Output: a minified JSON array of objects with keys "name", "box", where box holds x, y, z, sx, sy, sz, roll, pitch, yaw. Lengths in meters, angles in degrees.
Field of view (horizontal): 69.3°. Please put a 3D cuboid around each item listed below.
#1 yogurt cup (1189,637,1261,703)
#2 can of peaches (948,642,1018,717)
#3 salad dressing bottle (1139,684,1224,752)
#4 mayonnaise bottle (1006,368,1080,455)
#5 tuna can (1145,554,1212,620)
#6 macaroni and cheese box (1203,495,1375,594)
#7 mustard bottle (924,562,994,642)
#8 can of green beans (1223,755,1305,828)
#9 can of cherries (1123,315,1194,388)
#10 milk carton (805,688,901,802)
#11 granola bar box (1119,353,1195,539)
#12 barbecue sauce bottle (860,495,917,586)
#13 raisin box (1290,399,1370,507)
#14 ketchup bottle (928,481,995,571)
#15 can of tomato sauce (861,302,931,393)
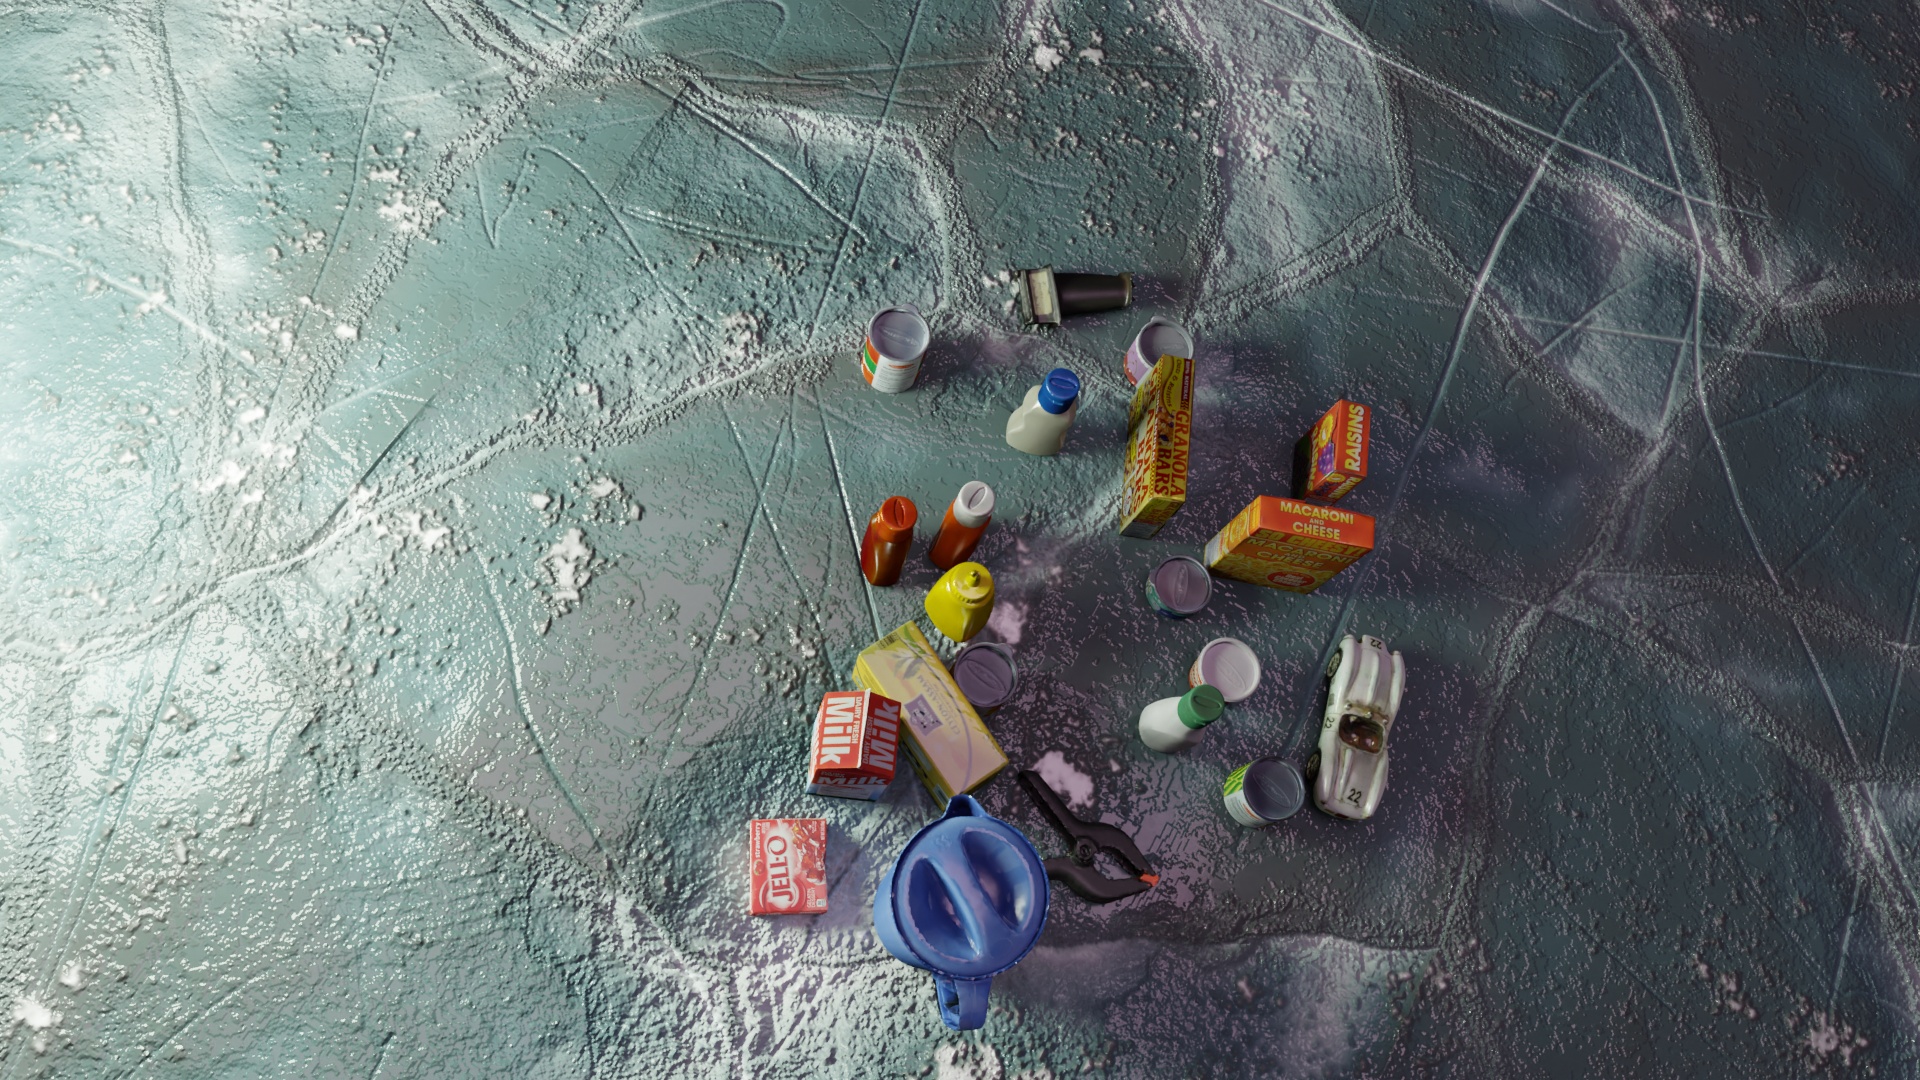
[{"name":"yogurt cup","box":[0.273,0.140,1.454,0.072,0.053,0.072,3,71,-9]},{"name":"can of peaches","box":[0.023,0.140,1.405,0.071,0.058,0.071,3,71,-9]},{"name":"salad dressing bottle","box":[0.222,0.177,1.381,0.064,0.147,0.044,18,69,-4]},{"name":"mayonnaise bottle","box":[0.091,-0.135,1.465,0.065,0.147,0.041,14,70,-6]},{"name":"tuna can","box":[0.231,0.050,1.488,0.071,0.032,0.071,3,71,-9]},{"name":"macaroni and cheese box","box":[0.339,0.006,1.452,0.124,0.166,0.040,11,70,-7]},{"name":"mustard bottle","box":[0.005,0.055,1.377,0.065,0.159,0.049,45,70,6]},{"name":"can of green beans","box":[0.309,0.257,1.417,0.071,0.057,0.071,3,71,-9]},{"name":"can of cherries","box":[0.223,-0.209,1.563,0.071,0.058,0.071,3,71,-9]},{"name":"milk carton","box":[-0.099,0.192,1.294,0.073,0.190,0.072,8,70,-8]},{"name":"granola bar box","box":[0.211,-0.098,1.487,0.039,0.123,0.166,10,70,-7]},{"name":"barbecue sauce bottle","box":[-0.071,-0.003,1.389,0.044,0.148,0.065,-3,72,-11]},{"name":"raisin box","box":[0.404,-0.089,1.520,0.040,0.123,0.086,13,70,-6]},{"name":"ketchup bottle","box":[0.005,-0.018,1.408,0.043,0.148,0.065,35,69,2]},{"name":"can of tomato sauce","box":[-0.070,-0.206,1.495,0.071,0.082,0.071,3,71,-9]}]
